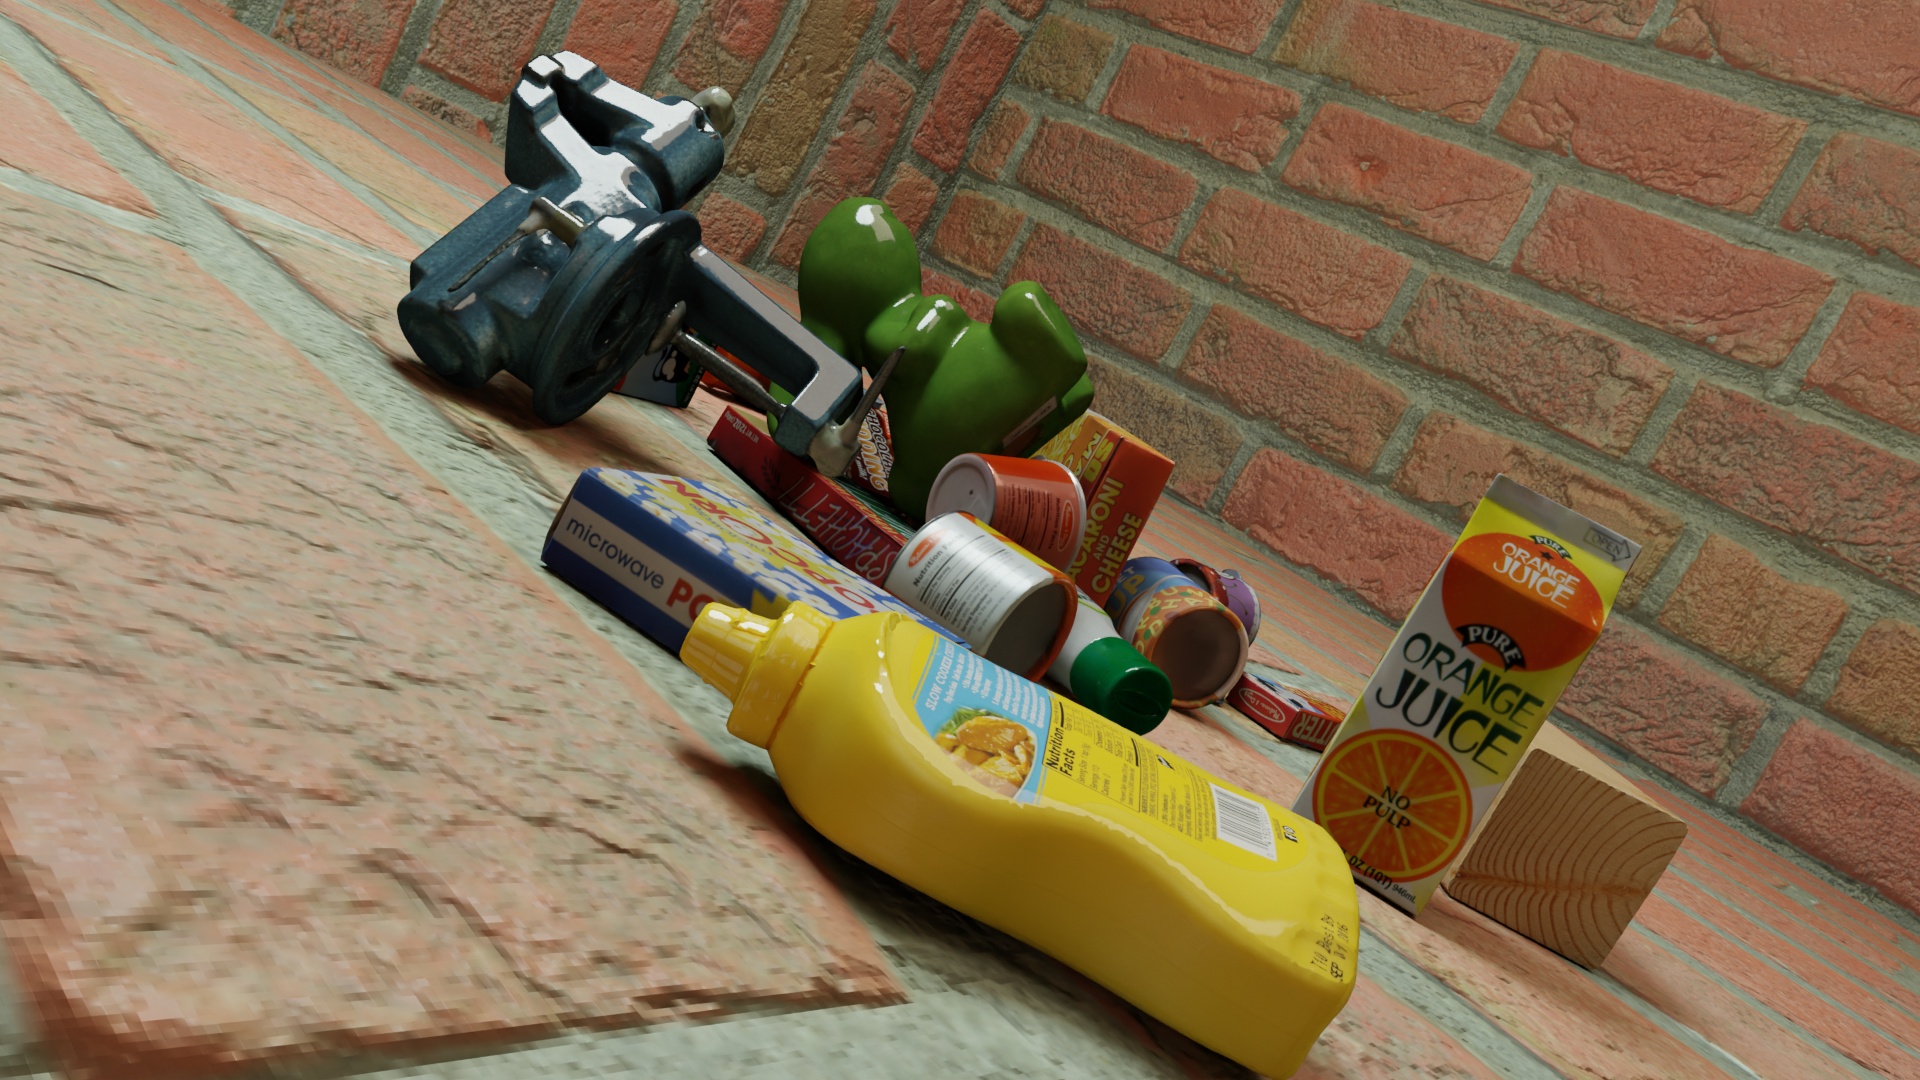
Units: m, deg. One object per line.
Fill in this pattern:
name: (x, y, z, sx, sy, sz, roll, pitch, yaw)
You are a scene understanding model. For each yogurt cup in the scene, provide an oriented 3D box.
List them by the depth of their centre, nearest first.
yogurt cup: (0.020, -0.011, 0.679, 0.054, 0.072, 0.072, 13, 16, -38)

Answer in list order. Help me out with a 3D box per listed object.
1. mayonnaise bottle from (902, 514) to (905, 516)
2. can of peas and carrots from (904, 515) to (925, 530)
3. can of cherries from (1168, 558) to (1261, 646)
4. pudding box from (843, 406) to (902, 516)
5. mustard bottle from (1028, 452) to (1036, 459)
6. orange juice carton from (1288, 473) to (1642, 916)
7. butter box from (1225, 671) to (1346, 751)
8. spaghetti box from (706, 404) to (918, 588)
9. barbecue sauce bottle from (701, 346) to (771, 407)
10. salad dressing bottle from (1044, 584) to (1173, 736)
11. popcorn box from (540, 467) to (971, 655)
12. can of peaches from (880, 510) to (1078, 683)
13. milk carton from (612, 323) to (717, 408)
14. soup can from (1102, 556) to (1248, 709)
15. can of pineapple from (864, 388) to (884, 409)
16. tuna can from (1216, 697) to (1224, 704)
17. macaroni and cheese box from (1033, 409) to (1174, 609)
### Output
mayonnaise bottle: (-0.060, -0.047, 0.922, 0.148, 0.041, 0.065, 20, 15, -38)
can of peas and carrots: (0.003, -0.010, 0.821, 0.071, 0.071, 0.059, 30, 8, 10)
can of cherries: (0.173, 0.049, 1.001, 0.058, 0.071, 0.071, 20, 11, -41)
pudding box: (-0.063, -0.048, 0.843, 0.049, 0.030, 0.084, 23, 37, -33)
mustard bottle: (0.055, -0.075, 1.122, 0.160, 0.065, 0.049, 28, 13, 21)
orange juice carton: (0.230, 0.068, 0.642, 0.072, 0.192, 0.073, 32, 9, 16)
butter box: (0.226, 0.117, 0.922, 0.103, 0.024, 0.053, 21, 11, -44)
spaghetti box: (-0.059, -0.010, 0.740, 0.050, 0.028, 0.251, 22, 10, -42)
barbecue sauce bottle: (-0.147, -0.123, 1.088, 0.065, 0.043, 0.148, 34, 10, 30)
salad dressing bottle: (0.057, 0.051, 0.697, 0.064, 0.044, 0.148, 26, 9, -27)
popcorn box: (-0.069, 0.022, 0.481, 0.127, 0.038, 0.085, 31, 7, 17)
can of peaches: (0.008, 0.030, 0.589, 0.058, 0.071, 0.071, 33, 9, 31)
milk carton: (-0.224, -0.137, 0.820, 0.073, 0.072, 0.190, 31, 8, 20)
soup can: (0.119, 0.053, 0.818, 0.071, 0.071, 0.084, 25, 9, -22)
can of pineapple: (-0.098, -0.090, 0.992, 0.071, 0.057, 0.071, 28, 8, -4)
tuna can: (0.150, 0.075, 0.897, 0.071, 0.032, 0.071, 28, 8, -4)
macaroni and cheese box: (0.068, -0.016, 0.865, 0.040, 0.123, 0.167, 24, 9, -12)
